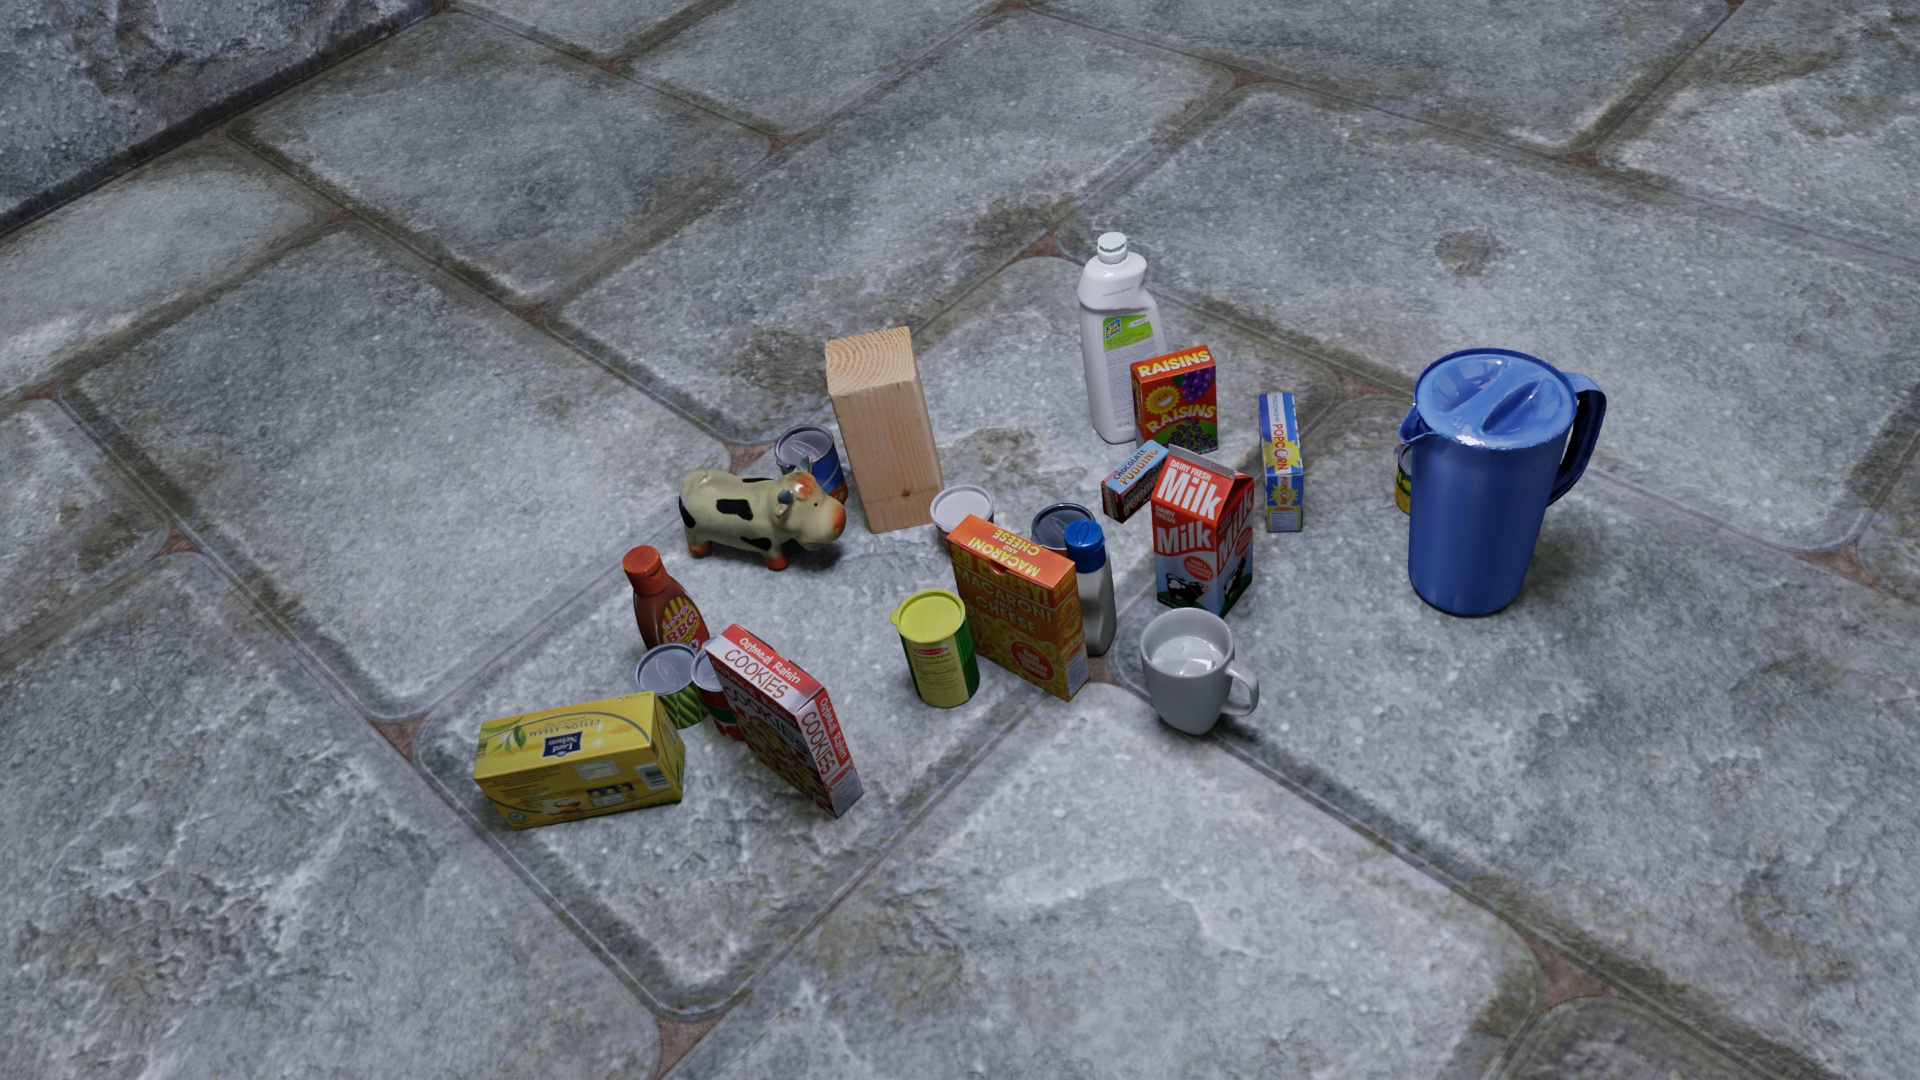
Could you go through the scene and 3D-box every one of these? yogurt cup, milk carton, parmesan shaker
[{"bbox_3d":[0.005,-0.018,1.473,0.072,0.053,0.073,-6,46,6],"label":"yogurt cup"},{"bbox_3d":[0.232,-0.013,1.326,0.072,0.189,0.074,24,56,30],"label":"milk carton"},{"bbox_3d":[-0.023,0.104,1.328,0.071,0.102,0.072,-6,46,6],"label":"parmesan shaker"}]

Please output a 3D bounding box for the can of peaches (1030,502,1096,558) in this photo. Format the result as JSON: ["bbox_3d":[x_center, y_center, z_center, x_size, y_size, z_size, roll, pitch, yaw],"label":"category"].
[{"bbox_3d":[0.106,0.005,1.427,0.071,0.057,0.071,-6,46,6],"label":"can of peaches"}]

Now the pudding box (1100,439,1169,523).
[{"bbox_3d":[0.188,-0.064,1.482,0.084,0.049,0.030,-39,51,-24],"label":"pudding box"}]

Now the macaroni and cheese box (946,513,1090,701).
[{"bbox_3d":[0.056,0.065,1.305,0.124,0.165,0.040,26,57,31],"label":"macaroni and cheese box"}]

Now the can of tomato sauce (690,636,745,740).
[{"bbox_3d":[-0.218,0.143,1.344,0.071,0.082,0.071,-6,46,6],"label":"can of tomato sauce"}]

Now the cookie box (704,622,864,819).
[{"bbox_3d":[-0.157,0.163,1.254,0.123,0.166,0.040,30,59,33],"label":"cookie box"}]

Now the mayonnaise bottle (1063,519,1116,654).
[{"bbox_3d":[0.123,0.042,1.326,0.041,0.147,0.065,7,49,18],"label":"mayonnaise bottle"}]

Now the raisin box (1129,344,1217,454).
[{"bbox_3d":[0.232,-0.145,1.499,0.086,0.122,0.040,-14,46,-1],"label":"raisin box"}]

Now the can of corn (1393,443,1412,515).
[{"bbox_3d":[0.476,-0.064,1.417,0.071,0.058,0.071,-6,46,6],"label":"can of corn"}]

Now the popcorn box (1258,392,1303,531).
[{"bbox_3d":[0.332,-0.082,1.445,0.038,0.084,0.127,-3,47,10],"label":"popcorn box"}]

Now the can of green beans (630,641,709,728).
[{"bbox_3d":[-0.282,0.144,1.374,0.071,0.057,0.071,-6,46,6],"label":"can of green beans"}]

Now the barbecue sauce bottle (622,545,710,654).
[{"bbox_3d":[-0.298,0.067,1.388,0.044,0.147,0.065,21,54,28],"label":"barbecue sauce bottle"}]

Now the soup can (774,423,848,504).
[{"bbox_3d":[-0.167,-0.076,1.542,0.071,0.083,0.072,-6,46,6],"label":"soup can"}]
